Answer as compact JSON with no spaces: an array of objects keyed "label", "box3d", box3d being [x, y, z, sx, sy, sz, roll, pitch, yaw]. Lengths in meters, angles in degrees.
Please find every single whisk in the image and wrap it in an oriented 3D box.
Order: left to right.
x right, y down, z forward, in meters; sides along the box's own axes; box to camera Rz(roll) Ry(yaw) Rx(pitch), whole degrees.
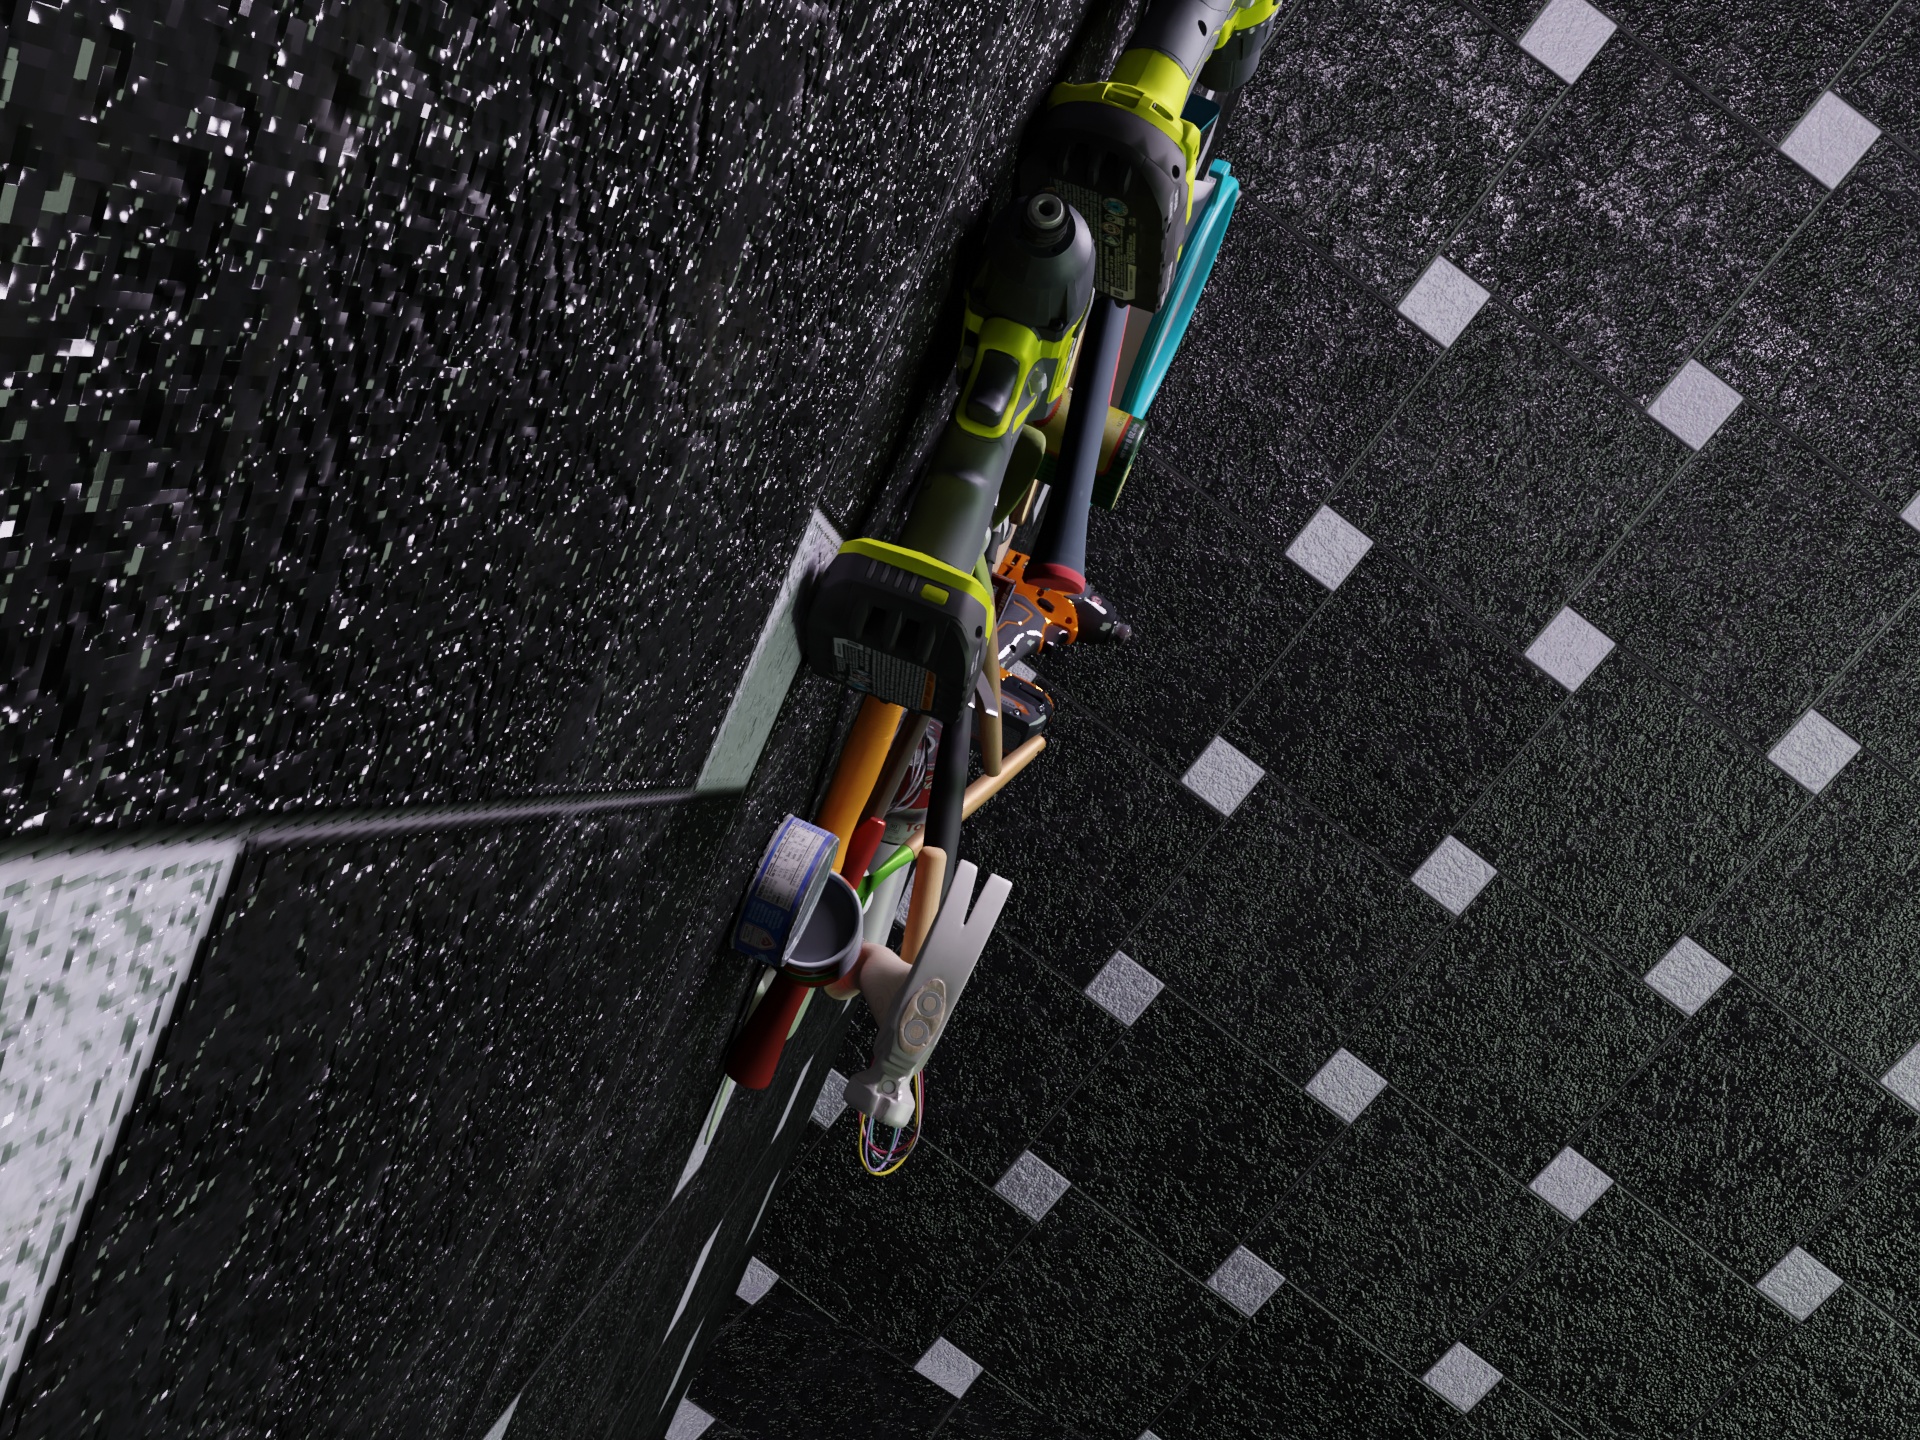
[{"label":"whisk","box3d":[-0.038,0.214,1.169,0.051,0.047,0.245,-159,-101,-80]},{"label":"whisk","box3d":[-0.034,-0.014,1.251,0.055,0.055,0.239,110,-1,-47]}]

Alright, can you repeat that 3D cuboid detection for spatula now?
[{"label":"spatula","box3d":[0.093,-0.287,1.126,0.082,0.044,0.317,42,-59,48]}]

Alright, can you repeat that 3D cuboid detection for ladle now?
[{"label":"ladle","box3d":[0.028,-0.066,1.075,0.319,0.062,0.078,86,13,-48]}]

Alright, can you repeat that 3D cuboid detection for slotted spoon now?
[{"label":"slotted spoon","box3d":[-0.026,0.092,1.278,0.314,0.031,0.070,-38,158,-39]}]

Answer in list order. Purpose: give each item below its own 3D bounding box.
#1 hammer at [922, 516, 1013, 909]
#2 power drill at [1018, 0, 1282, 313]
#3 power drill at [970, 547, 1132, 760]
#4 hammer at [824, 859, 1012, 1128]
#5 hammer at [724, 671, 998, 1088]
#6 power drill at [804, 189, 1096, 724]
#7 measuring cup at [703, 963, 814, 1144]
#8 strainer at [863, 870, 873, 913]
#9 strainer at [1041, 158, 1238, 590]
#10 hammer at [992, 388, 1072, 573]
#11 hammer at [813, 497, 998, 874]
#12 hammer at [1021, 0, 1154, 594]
[{"label":"hammer","box3d":[-0.002,-0.004,1.196,0.146,0.035,0.335,-11,109,-85]},{"label":"power drill","box3d":[0.113,-0.335,0.829,0.190,0.080,0.228,72,41,-73]},{"label":"power drill","box3d":[0.066,-0.064,1.538,0.084,0.164,0.227,111,6,-48]},{"label":"hammer","box3d":[-0.048,0.161,1.049,0.146,0.038,0.410,-64,-173,-8]},{"label":"hammer","box3d":[-0.078,0.109,1.107,0.359,0.036,0.149,-64,-156,15]},{"label":"power drill","box3d":[0.003,-0.123,0.738,0.171,0.080,0.223,105,5,-78]},{"label":"measuring cup","box3d":[-0.151,0.251,1.219,0.083,0.038,0.167,81,30,-85]},{"label":"strainer","box3d":[-0.117,0.183,1.362,0.258,0.050,0.087,115,-14,-46]},{"label":"strainer","box3d":[0.103,-0.272,1.233,0.340,0.095,0.211,-65,175,8]},{"label":"hammer","box3d":[0.044,-0.191,1.417,0.130,0.031,0.331,36,78,-88]},{"label":"hammer","box3d":[-0.042,-0.026,0.971,0.127,0.034,0.336,-79,-169,-50]},{"label":"hammer","box3d":[0.093,-0.262,0.956,0.143,0.038,0.386,101,1,-73]}]
